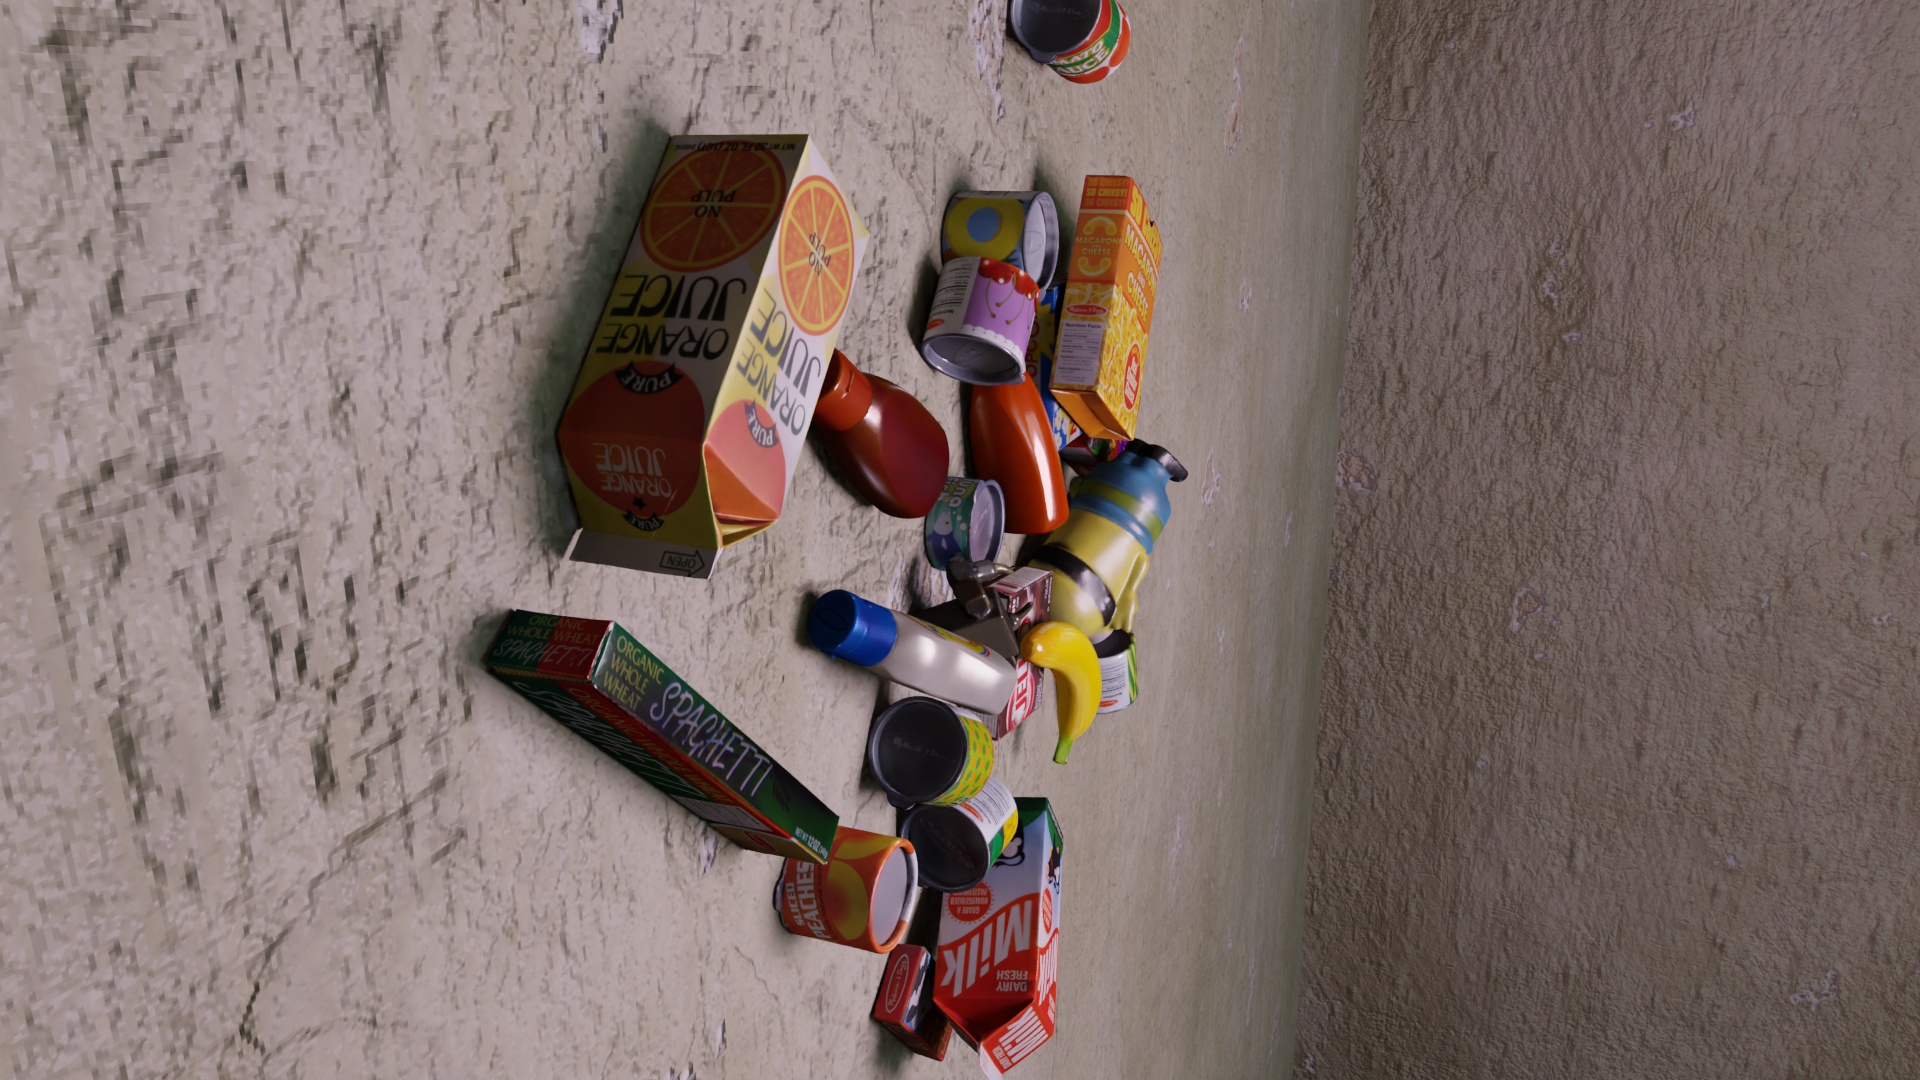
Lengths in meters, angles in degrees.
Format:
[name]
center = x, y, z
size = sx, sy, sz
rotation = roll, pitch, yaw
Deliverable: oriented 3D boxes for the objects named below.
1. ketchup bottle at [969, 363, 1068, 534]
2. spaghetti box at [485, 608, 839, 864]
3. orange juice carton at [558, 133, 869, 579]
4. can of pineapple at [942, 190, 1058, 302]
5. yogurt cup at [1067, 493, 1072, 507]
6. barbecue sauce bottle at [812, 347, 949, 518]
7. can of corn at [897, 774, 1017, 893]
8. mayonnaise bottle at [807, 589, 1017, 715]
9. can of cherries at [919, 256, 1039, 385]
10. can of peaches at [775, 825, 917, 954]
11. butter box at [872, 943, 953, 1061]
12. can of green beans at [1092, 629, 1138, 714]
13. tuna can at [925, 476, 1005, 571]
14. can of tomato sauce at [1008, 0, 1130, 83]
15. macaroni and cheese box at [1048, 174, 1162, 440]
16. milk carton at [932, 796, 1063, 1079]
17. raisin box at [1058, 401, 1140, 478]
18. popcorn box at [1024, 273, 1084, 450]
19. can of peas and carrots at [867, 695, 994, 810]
[ketchup bottle]
center = 0.034, -0.079, 0.962
size = 0.044, 0.064, 0.148
rotation = -30, 117, -42
[spaghetti box]
center = -0.123, 0.097, 0.633
size = 0.249, 0.050, 0.029
rotation = 59, 41, -56
[orange juice carton]
center = -0.107, -0.075, 0.594
size = 0.073, 0.072, 0.193
rotation = 53, 47, -59
[can of pineapple]
center = 0.026, -0.194, 0.910
size = 0.071, 0.058, 0.071
rotation = 6, 91, -68
[yogurt cup]
center = 0.124, -0.019, 1.205
size = 0.072, 0.054, 0.072
rotation = 6, 91, -68
[barbecue sauce bottle]
center = -0.051, -0.063, 0.775
size = 0.148, 0.043, 0.065
rotation = 43, 57, -63
[can of corn]
center = -0.002, 0.197, 0.943
size = 0.058, 0.071, 0.071
rotation = -36, 129, -62
[mayonnaise bottle]
center = -0.029, 0.066, 0.823
size = 0.148, 0.065, 0.041
rotation = 28, 88, -50
[can of cherries]
center = 0.015, -0.138, 0.883
size = 0.071, 0.071, 0.058
rotation = 51, 49, -61
[can of peaches]
center = -0.064, 0.200, 0.798
size = 0.071, 0.058, 0.071
rotation = 6, 91, -69
[butter box]
center = -0.028, 0.322, 0.966
size = 0.103, 0.024, 0.053
rotation = 65, 36, -53
[can of green beans]
center = 0.122, 0.110, 1.223
size = 0.071, 0.071, 0.057
rotation = -52, 142, -52
[tuna can]
center = 0.003, -0.012, 0.938
size = 0.071, 0.033, 0.071
rotation = 6, 91, -68
[can of tomato sauce]
center = 0.079, -0.363, 0.980
size = 0.083, 0.071, 0.071
rotation = -10, 105, -68
[macaroni and cheese box]
center = 0.114, -0.173, 1.050
size = 0.123, 0.040, 0.166
rotation = 35, 64, -67
[milk carton]
center = 0.028, 0.282, 0.976
size = 0.072, 0.073, 0.191
rotation = 69, 22, -50
[raisin box]
center = 0.115, -0.103, 1.182
size = 0.123, 0.040, 0.086
rotation = 31, 67, -65
[popcorn box]
center = 0.068, -0.136, 1.057
size = 0.085, 0.038, 0.126
rotation = -36, 129, -60
[can of peas and carrots]
center = -0.018, 0.137, 0.883
size = 0.058, 0.071, 0.071
rotation = 35, 64, -66
